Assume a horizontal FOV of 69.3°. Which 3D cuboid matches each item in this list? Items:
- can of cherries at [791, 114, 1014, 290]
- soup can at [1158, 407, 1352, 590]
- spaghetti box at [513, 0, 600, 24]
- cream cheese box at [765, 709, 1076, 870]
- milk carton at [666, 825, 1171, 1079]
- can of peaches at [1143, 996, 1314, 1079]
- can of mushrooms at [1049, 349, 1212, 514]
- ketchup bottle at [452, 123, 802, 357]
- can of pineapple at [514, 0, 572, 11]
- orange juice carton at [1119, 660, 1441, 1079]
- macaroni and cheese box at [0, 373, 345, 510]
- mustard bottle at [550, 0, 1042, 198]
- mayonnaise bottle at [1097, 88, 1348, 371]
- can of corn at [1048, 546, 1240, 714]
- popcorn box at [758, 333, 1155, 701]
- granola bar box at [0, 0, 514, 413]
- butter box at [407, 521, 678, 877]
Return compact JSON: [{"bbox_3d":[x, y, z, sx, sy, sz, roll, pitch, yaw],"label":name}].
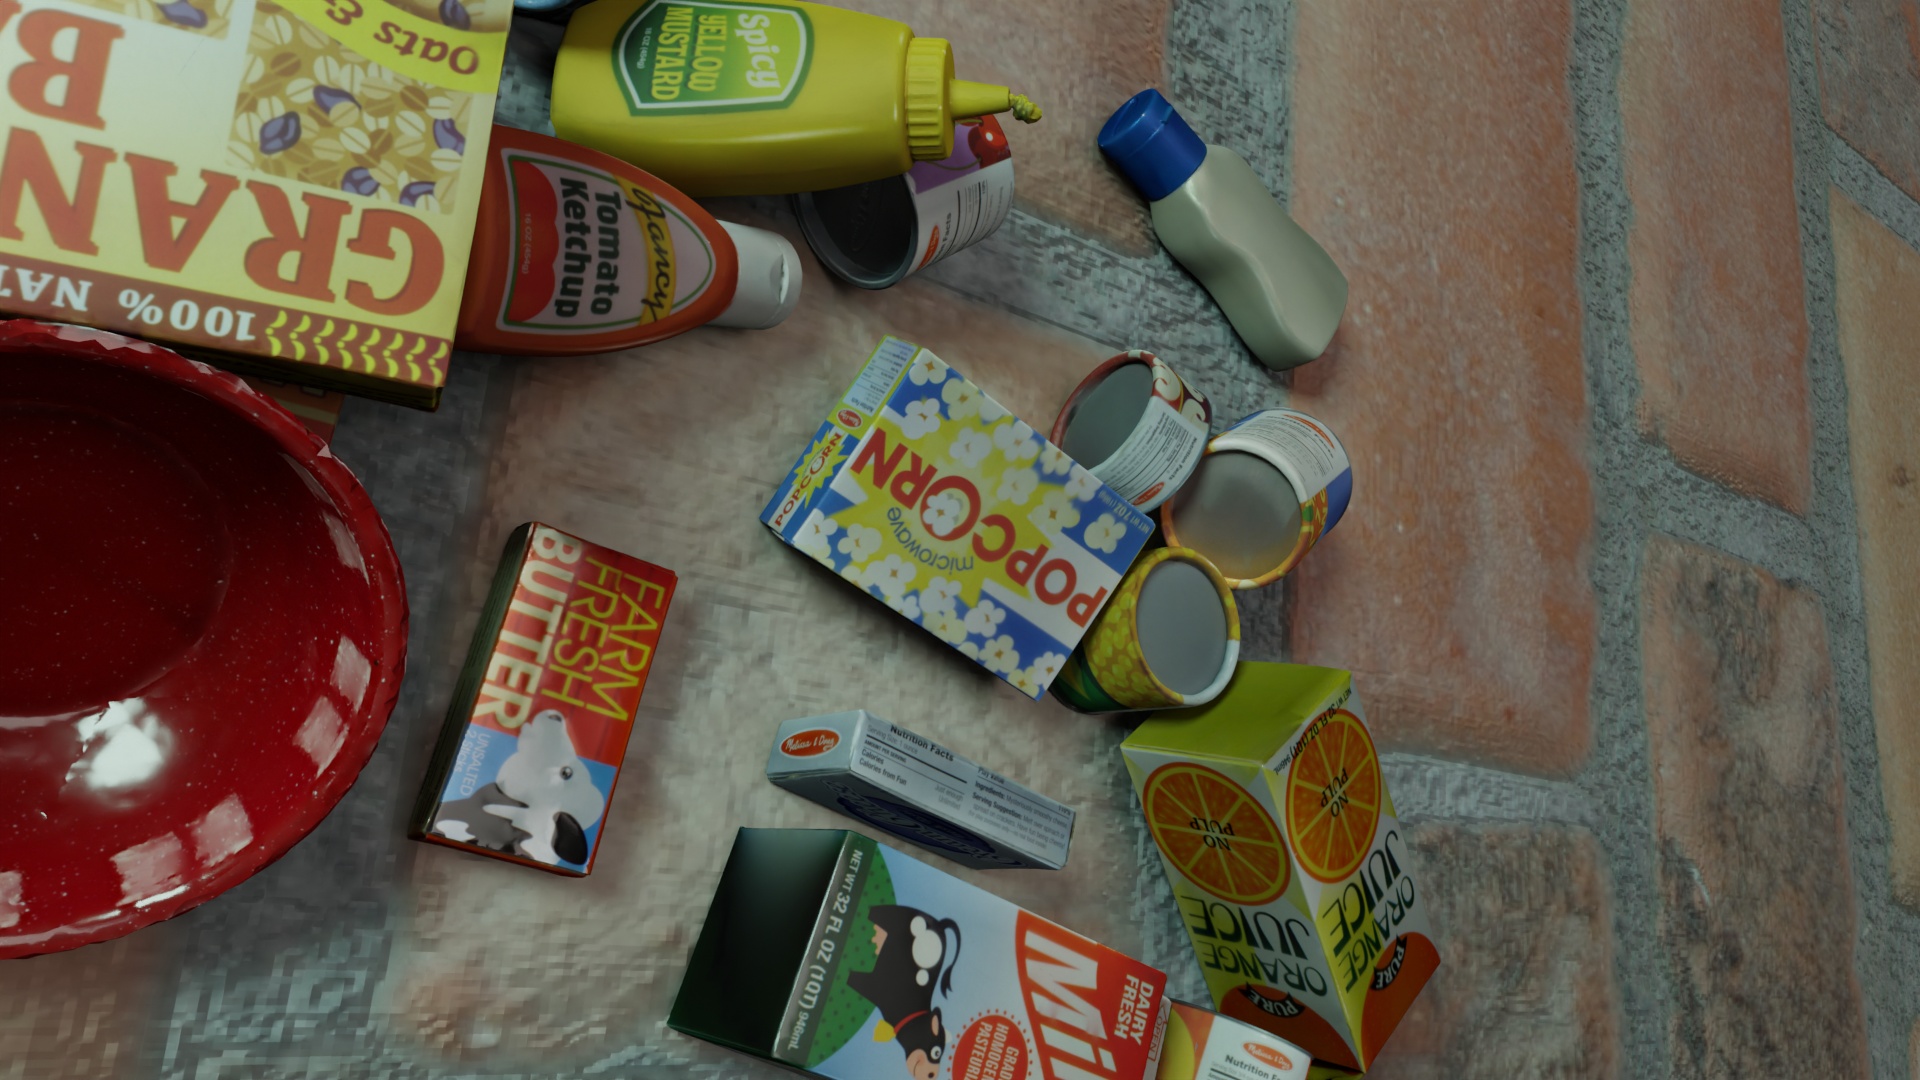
[{"bbox_3d":[-0.024,-0.139,0.532,0.059,0.071,0.071,-35,103,-37],"label":"can of cherries"},{"bbox_3d":[0.129,-0.017,0.611,0.084,0.071,0.071,-27,99,-60],"label":"soup can"},{"bbox_3d":[-0.170,-0.207,0.454,0.251,0.028,0.050,-1,82,-38],"label":"spaghetti box"},{"bbox_3d":[-0.013,0.092,0.502,0.103,0.053,0.024,30,63,-30],"label":"cream cheese box"},{"bbox_3d":[0.004,0.167,0.488,0.190,0.073,0.072,33,63,-29],"label":"milk carton"},{"bbox_3d":[0.100,0.223,0.557,0.071,0.071,0.058,34,67,-28],"label":"can of peaches"},{"bbox_3d":[0.070,-0.046,0.587,0.033,0.071,0.071,33,63,-28],"label":"can of mushrooms"},{"bbox_3d":[-0.108,-0.089,0.442,0.149,0.043,0.064,-9,105,-61],"label":"ketchup bottle"},{"bbox_3d":[-0.131,-0.205,0.423,0.071,0.071,0.058,37,63,-27],"label":"can of pineapple"},{"bbox_3d":[0.144,0.152,0.591,0.072,0.073,0.192,-35,112,-38],"label":"orange juice carton"},{"bbox_3d":[-0.219,-0.100,0.372,0.124,0.040,0.166,18,80,-37],"label":"macaroni and cheese box"},{"bbox_3d":[-0.053,-0.149,0.466,0.160,0.048,0.065,2,72,5],"label":"mustard bottle"},{"bbox_3d":[0.126,-0.150,0.666,0.148,0.041,0.065,42,57,-23],"label":"mayonnaise bottle"},{"bbox_3d":[0.072,0.036,0.575,0.071,0.058,0.071,8,76,-37],"label":"can of corn"},{"bbox_3d":[0.002,-0.007,0.523,0.126,0.038,0.085,35,89,-28],"label":"popcorn box"},{"bbox_3d":[-0.196,-0.106,0.320,0.166,0.039,0.124,10,83,-21],"label":"granola bar box"},{"bbox_3d":[-0.130,0.049,0.438,0.053,0.024,0.104,25,67,-31],"label":"butter box"}]
